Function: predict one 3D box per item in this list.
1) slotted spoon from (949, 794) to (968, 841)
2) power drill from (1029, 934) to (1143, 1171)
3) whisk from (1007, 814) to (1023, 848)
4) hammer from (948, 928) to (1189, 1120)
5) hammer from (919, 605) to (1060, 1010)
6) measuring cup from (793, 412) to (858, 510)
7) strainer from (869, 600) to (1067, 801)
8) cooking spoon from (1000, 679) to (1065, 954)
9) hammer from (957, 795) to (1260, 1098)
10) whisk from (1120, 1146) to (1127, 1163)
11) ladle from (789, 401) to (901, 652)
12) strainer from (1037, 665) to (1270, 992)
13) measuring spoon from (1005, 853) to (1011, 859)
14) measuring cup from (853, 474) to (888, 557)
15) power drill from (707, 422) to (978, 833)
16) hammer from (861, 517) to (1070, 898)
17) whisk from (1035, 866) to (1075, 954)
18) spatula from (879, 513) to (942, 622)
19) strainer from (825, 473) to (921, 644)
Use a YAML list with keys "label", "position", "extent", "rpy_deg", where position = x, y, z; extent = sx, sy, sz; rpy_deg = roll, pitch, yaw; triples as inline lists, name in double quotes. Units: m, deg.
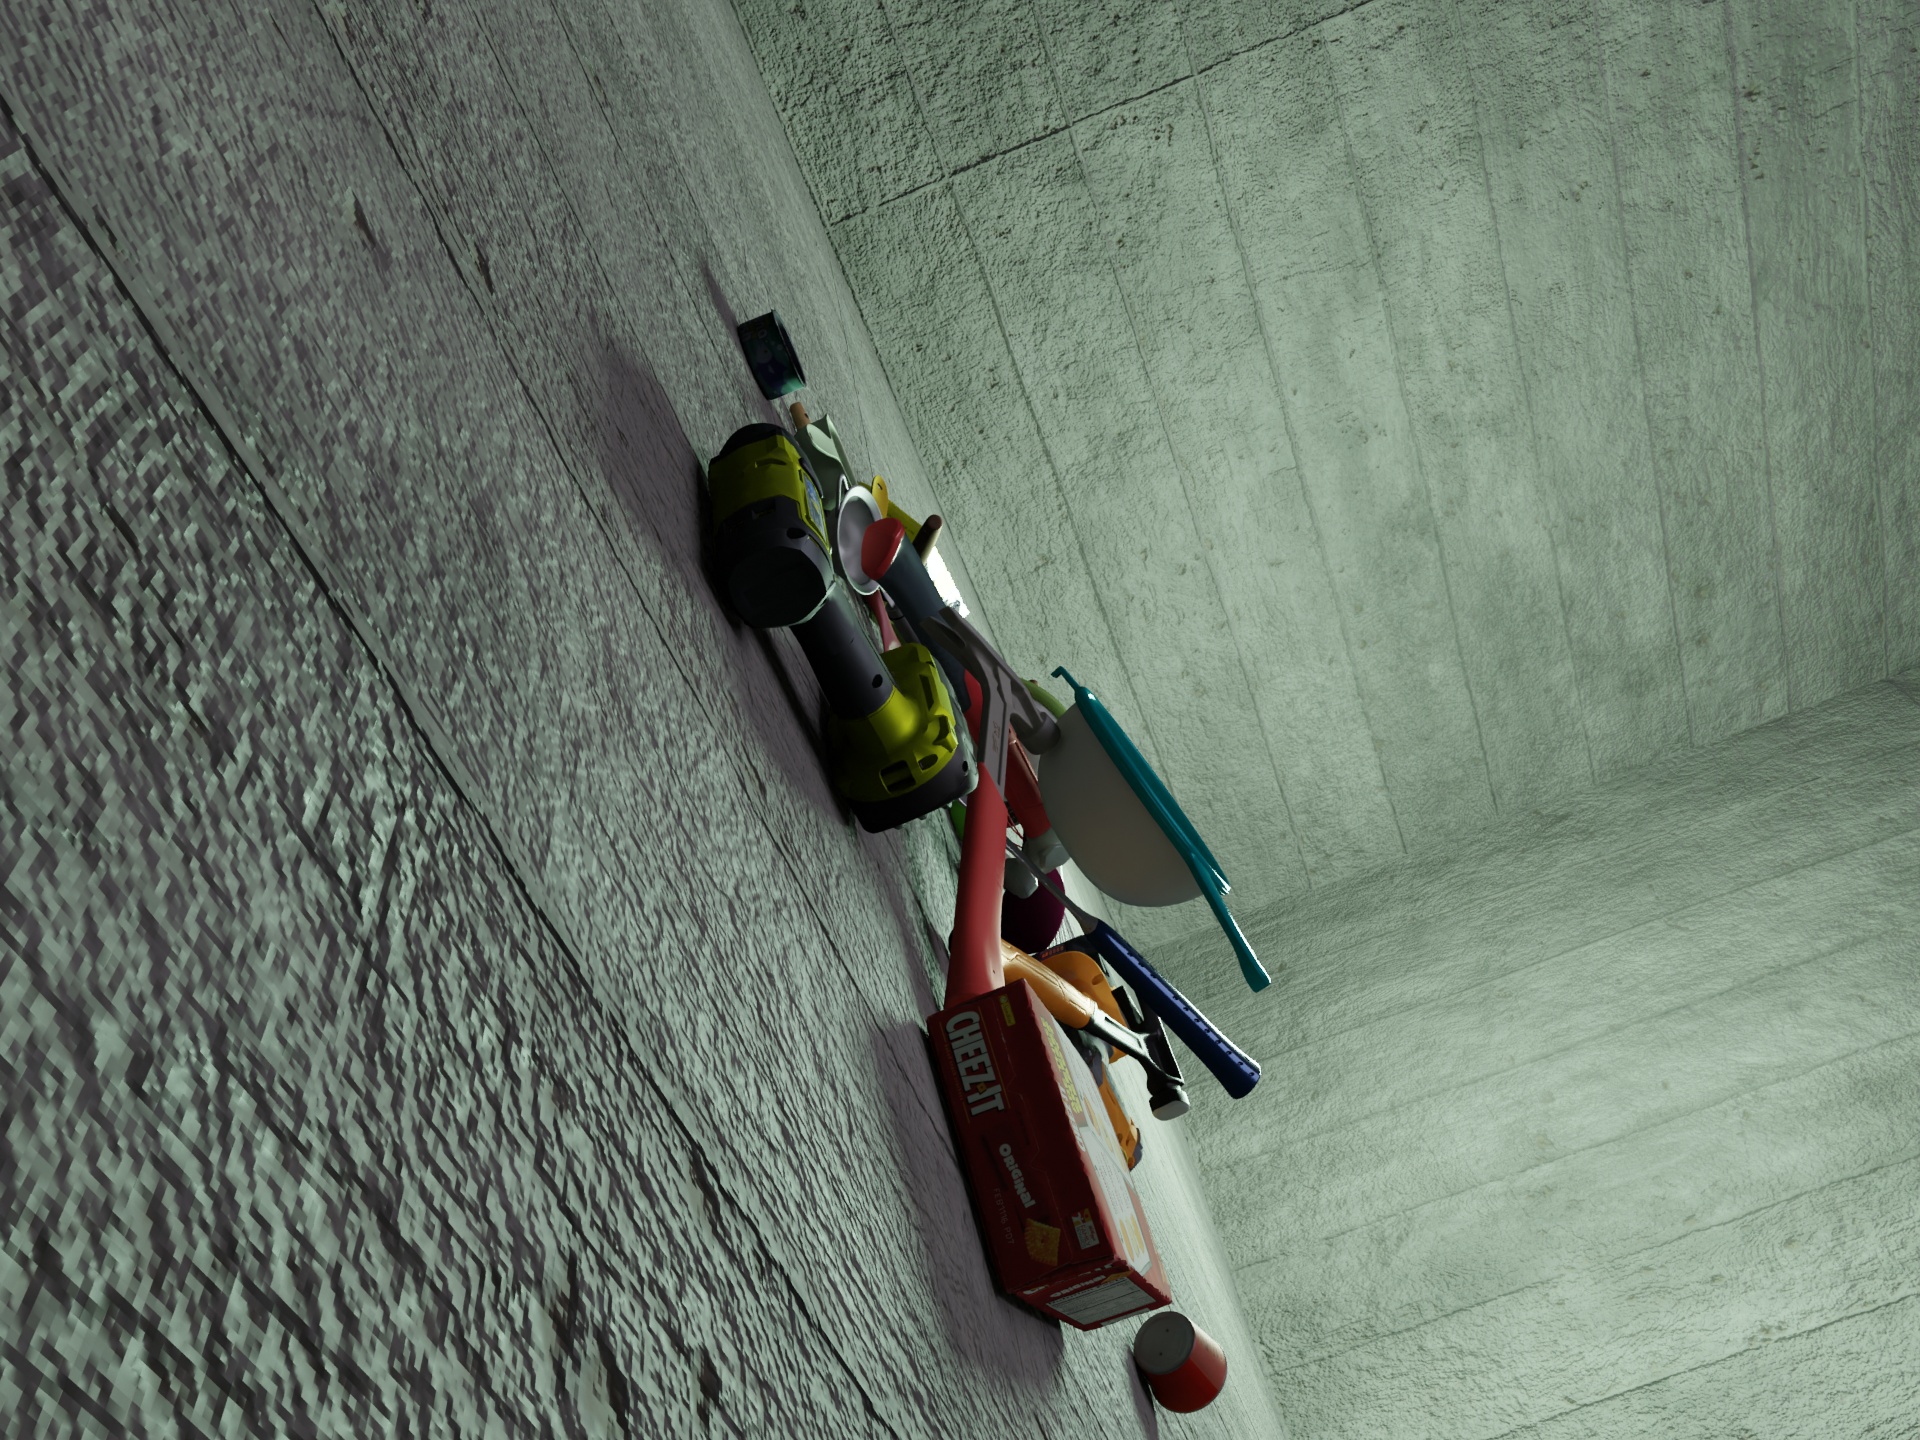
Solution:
- label: "slotted spoon"
  position: [0.035, 0.135, 1.581]
  extent: [0.313, 0.031, 0.070]
  rpy_deg: [61, 10, -69]
- label: "power drill"
  position: [0.094, 0.267, 1.381]
  extent: [0.185, 0.084, 0.226]
  rpy_deg: [63, 11, -14]
- label: "whisk"
  position: [0.016, 0.021, 1.589]
  extent: [0.295, 0.073, 0.073]
  rpy_deg: [58, 8, -17]
- label: "hammer"
  position: [0.085, 0.216, 1.245]
  extent: [0.336, 0.034, 0.127]
  rpy_deg: [39, 26, -50]
- label: "hammer"
  position: [0.013, 0.067, 1.129]
  extent: [0.149, 0.036, 0.359]
  rpy_deg: [46, 28, -26]
- label: "measuring cup"
  position: [-0.119, -0.213, 1.288]
  extent: [0.167, 0.038, 0.083]
  rpy_deg: [0, 69, -83]
- label: "strainer"
  position: [-0.002, -0.005, 1.445]
  extent: [0.256, 0.151, 0.069]
  rpy_deg: [45, 45, -29]
- label: "cooking spoon"
  position: [0.067, 0.085, 1.529]
  extent: [0.017, 0.069, 0.319]
  rpy_deg: [53, 30, -43]
- label: "hammer"
  position: [0.096, 0.160, 1.269]
  extent: [0.405, 0.035, 0.144]
  rpy_deg: [45, 11, -12]
- label: "whisk"
  position: [0.071, 0.288, 1.203]
  extent: [0.244, 0.047, 0.051]
  rpy_deg: [60, 31, -37]
- label: "ladle"
  position: [-0.086, -0.134, 1.373]
  extent: [0.069, 0.031, 0.315]
  rpy_deg: [-1, 67, -67]
- label: "strainer"
  position: [0.144, 0.116, 1.278]
  extent: [0.210, 0.095, 0.341]
  rpy_deg: [49, 10, -36]
- label: "measuring spoon"
  position: [0.040, 0.164, 1.438]
  extent: [0.124, 0.018, 0.034]
  rpy_deg: [-87, 180, -55]
- label: "measuring cup"
  position: [-0.082, -0.166, 1.364]
  extent: [0.062, 0.029, 0.157]
  rpy_deg: [49, 24, -27]
- label: "power drill"
  position: [-0.073, -0.059, 0.918]
  extent: [0.171, 0.080, 0.223]
  rpy_deg: [-104, 169, -53]
- label: "hammer"
  position: [0.025, -0.022, 1.335]
  extent: [0.038, 0.143, 0.385]
  rpy_deg: [23, -30, 46]
- label: "whisk"
  position: [0.090, 0.172, 1.548]
  extent: [0.057, 0.059, 0.246]
  rpy_deg: [39, 45, -72]
- label: "spatula"
  position: [-0.047, -0.126, 1.360]
  extent: [0.060, 0.018, 0.316]
  rpy_deg: [64, -13, 4]
- label: "strainer"
  position: [-0.057, -0.096, 1.293]
  extent: [0.258, 0.050, 0.087]
  rpy_deg: [57, 37, -38]
